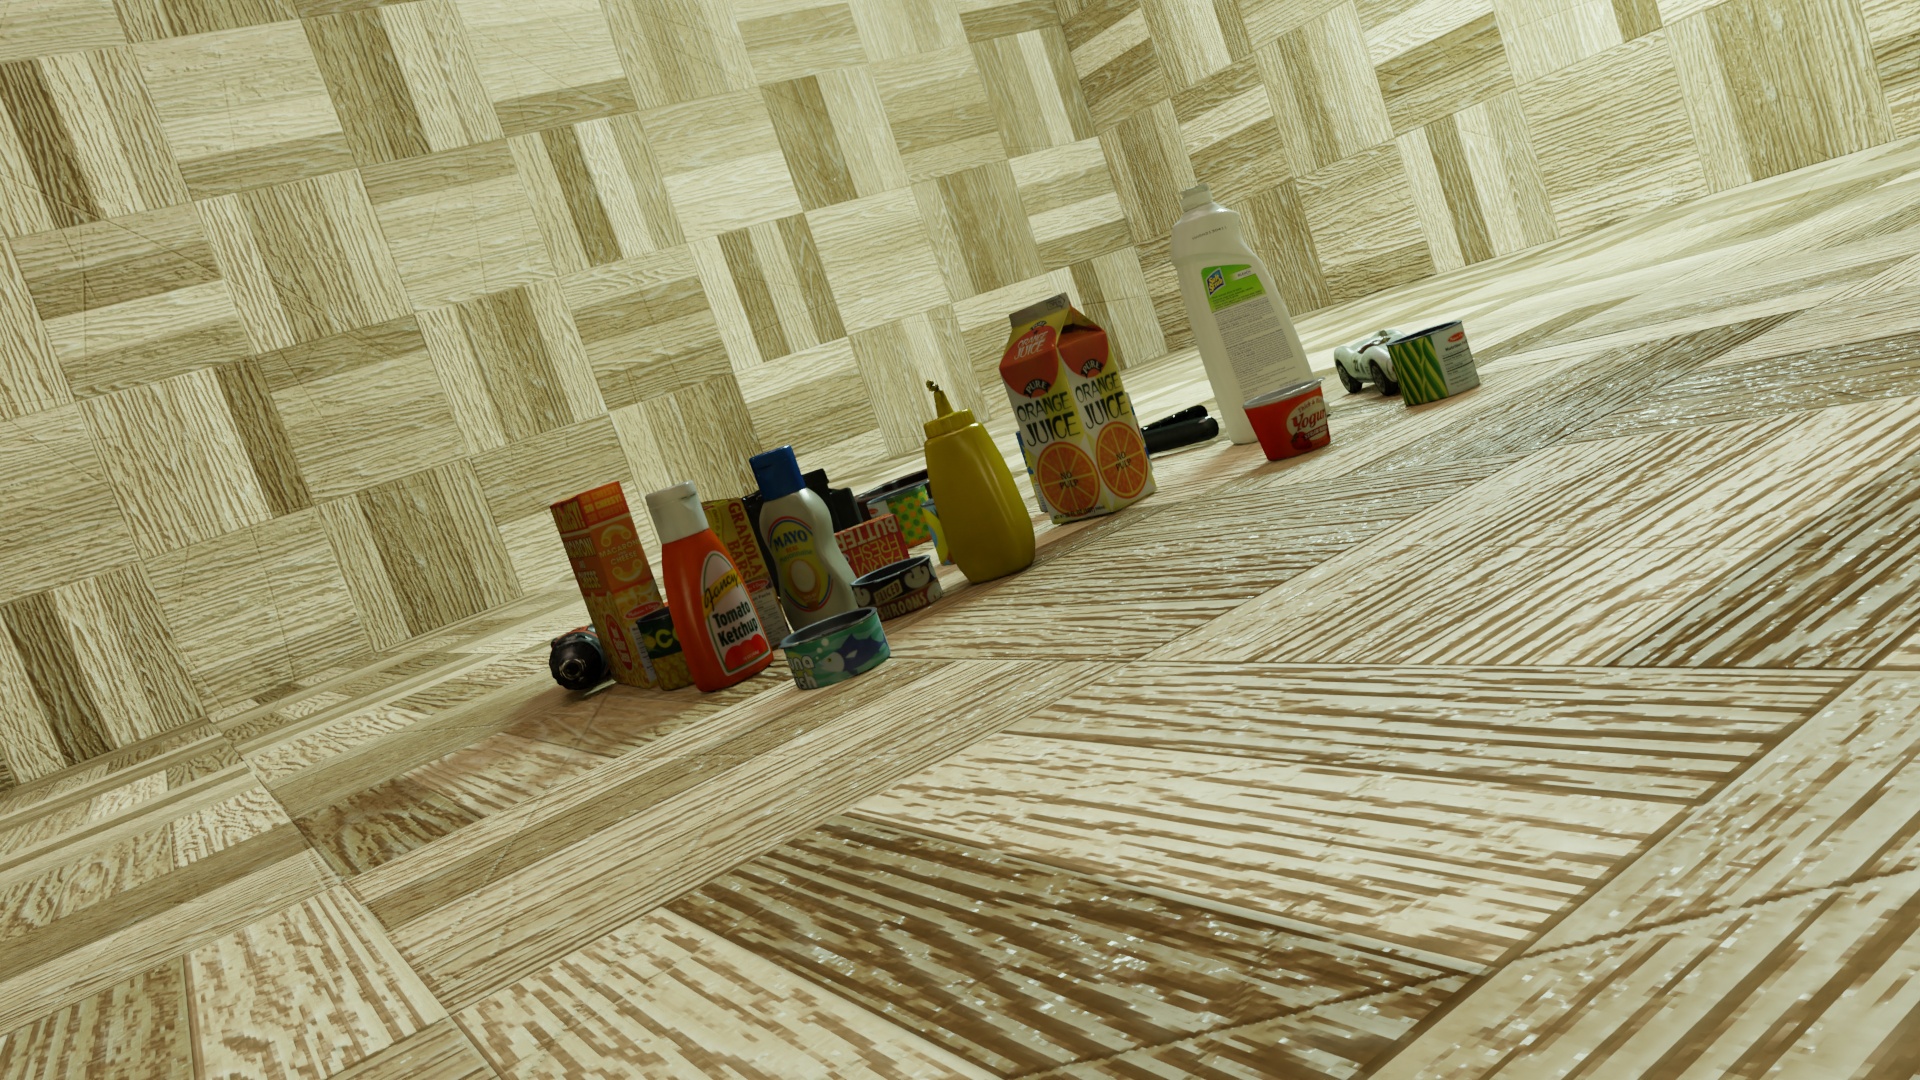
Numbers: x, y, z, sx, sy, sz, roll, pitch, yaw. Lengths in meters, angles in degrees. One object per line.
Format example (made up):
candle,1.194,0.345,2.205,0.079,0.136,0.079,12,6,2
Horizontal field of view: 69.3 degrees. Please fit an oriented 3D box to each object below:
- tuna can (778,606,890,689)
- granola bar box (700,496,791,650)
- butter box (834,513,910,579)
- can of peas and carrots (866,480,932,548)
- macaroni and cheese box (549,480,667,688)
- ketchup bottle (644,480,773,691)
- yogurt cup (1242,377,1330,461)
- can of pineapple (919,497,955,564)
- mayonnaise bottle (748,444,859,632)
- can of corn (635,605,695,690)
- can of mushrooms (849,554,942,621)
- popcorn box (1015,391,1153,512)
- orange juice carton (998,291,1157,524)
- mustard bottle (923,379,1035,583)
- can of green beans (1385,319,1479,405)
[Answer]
tuna can,-0.082,0.070,0.897,0.071,0.033,0.071,-19,7,2
granola bar box,-0.193,0.028,1.156,0.039,0.124,0.165,-21,7,-18
butter box,-0.103,0.015,1.314,0.104,0.053,0.024,-21,7,-17
can of peas and carrots,-0.058,-0.025,1.486,0.071,0.058,0.071,-19,6,2
macaroni and cheese box,-0.289,0.038,1.163,0.040,0.166,0.123,-22,7,-26
ketchup bottle,-0.187,0.031,1.009,0.043,0.148,0.065,-15,8,38
yogurt cup,0.279,-0.101,1.174,0.072,0.054,0.072,-19,6,2
can of pineapple,0.004,-0.016,1.239,0.071,0.057,0.071,-19,6,2
mayonnaise bottle,-0.130,-0.002,1.121,0.064,0.148,0.041,-17,7,21
can of corn,-0.212,0.079,1.084,0.071,0.058,0.071,-19,6,2
can of mushrooms,-0.049,0.038,1.066,0.071,0.033,0.071,-19,7,2
popcorn box,0.123,-0.088,1.374,0.127,0.085,0.038,-23,7,-31
orange juice carton,0.097,-0.117,1.222,0.071,0.192,0.073,-13,9,46
mustard bottle,0.007,-0.049,1.065,0.065,0.160,0.049,-17,7,23
can of green beans,0.414,-0.155,1.216,0.071,0.057,0.071,-19,6,2
